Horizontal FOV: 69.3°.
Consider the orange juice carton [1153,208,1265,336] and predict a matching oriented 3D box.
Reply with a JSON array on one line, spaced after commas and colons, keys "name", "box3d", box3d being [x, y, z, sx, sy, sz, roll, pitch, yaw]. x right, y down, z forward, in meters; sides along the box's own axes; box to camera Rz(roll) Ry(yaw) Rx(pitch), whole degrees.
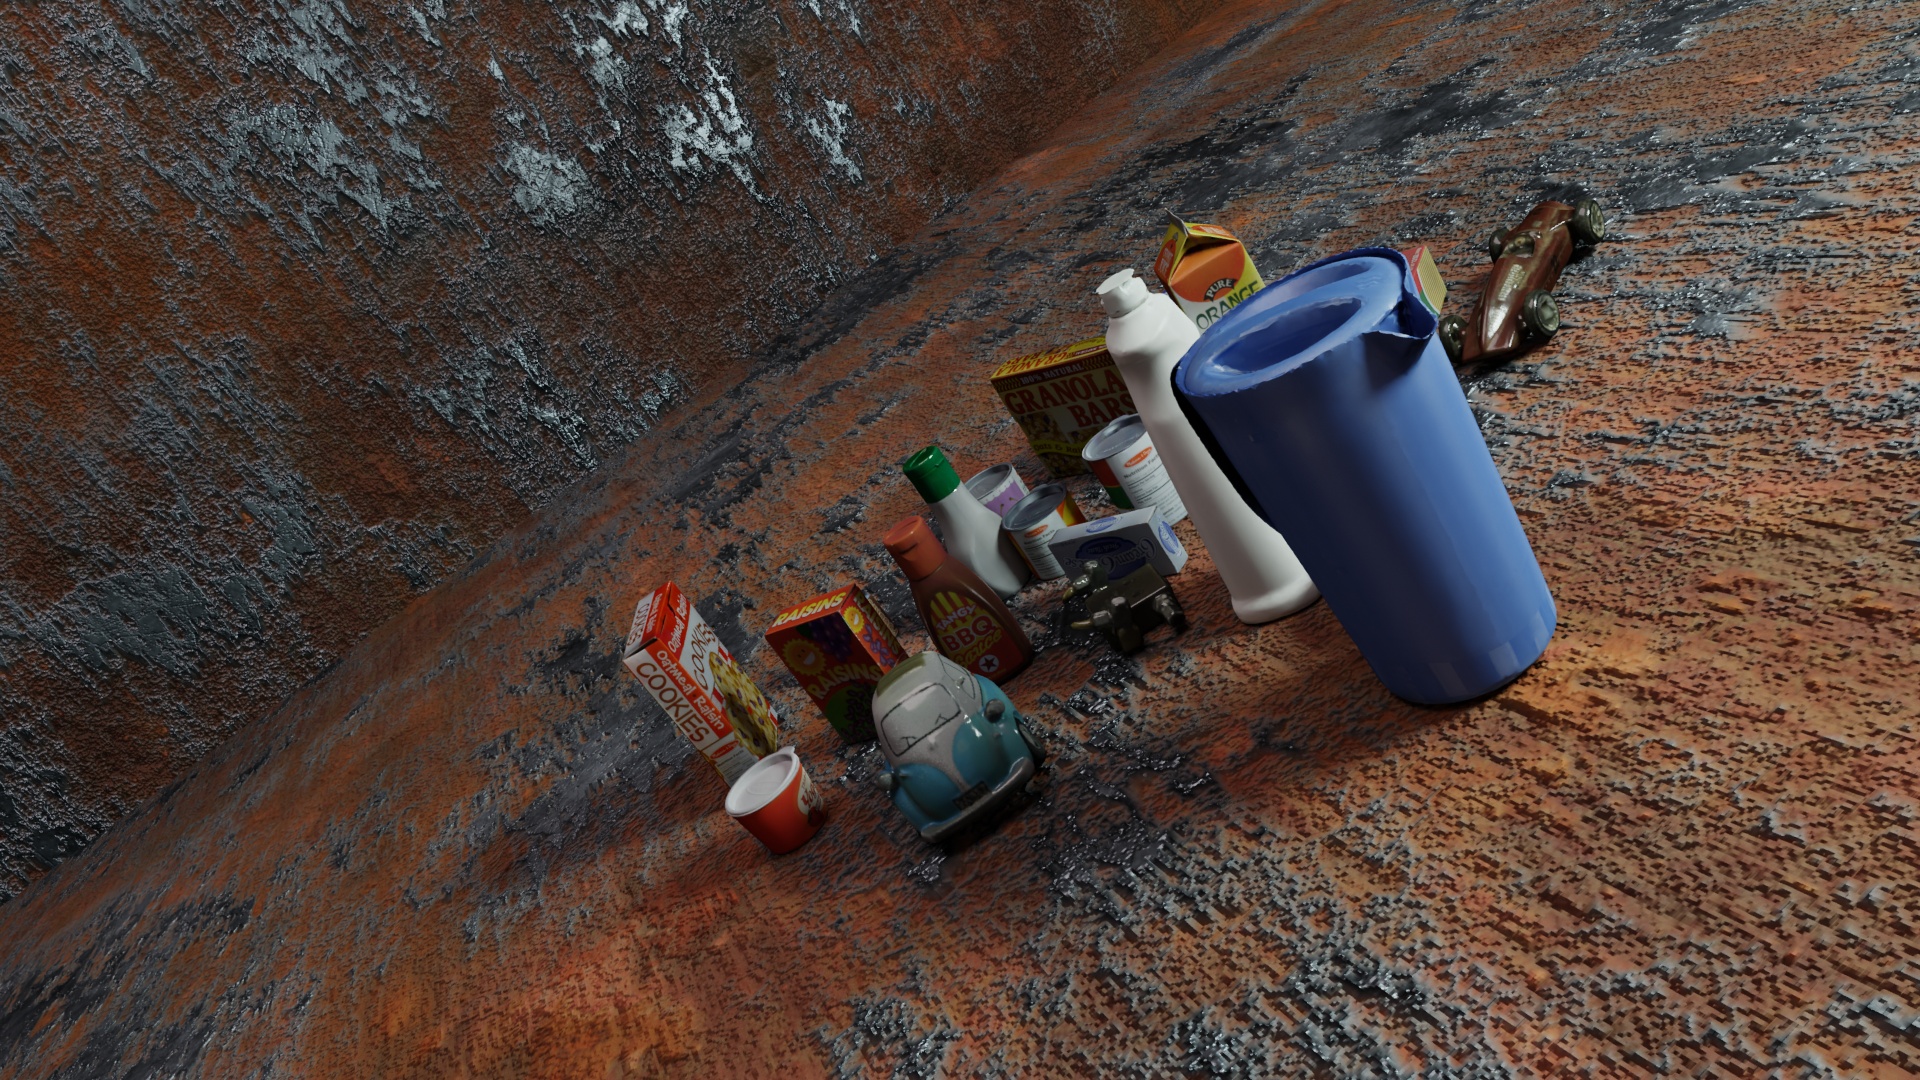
[{"name": "orange juice carton", "box3d": [0.233, -0.207, 1.226, 0.073, 0.192, 0.072, -31, 21, 10]}]

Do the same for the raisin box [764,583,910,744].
[{"name": "raisin box", "box3d": [-0.089, 0.102, 1.130, 0.086, 0.123, 0.040, -20, 25, 34]}]

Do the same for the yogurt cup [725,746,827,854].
[{"name": "yogurt cup", "box3d": [-0.140, 0.206, 1.078, 0.072, 0.054, 0.073, -30, 21, 13]}]

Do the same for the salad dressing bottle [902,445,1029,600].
[{"name": "salad dressing bottle", "box3d": [0.004, -0.015, 1.212, 0.044, 0.147, 0.064, -12, 30, 46]}]

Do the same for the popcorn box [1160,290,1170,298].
[{"name": "popcorn box", "box3d": [0.189, -0.182, 1.386, 0.127, 0.085, 0.038, -38, 21, -10]}]

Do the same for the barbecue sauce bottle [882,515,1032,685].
[{"name": "barbecue sauce bottle", "box3d": [-0.006, 0.048, 1.088, 0.065, 0.148, 0.044, -30, 21, 12]}]

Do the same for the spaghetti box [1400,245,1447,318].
[{"name": "spaghetti box", "box3d": [0.360, -0.164, 1.144, 0.028, 0.050, 0.251, -17, 27, 38]}]

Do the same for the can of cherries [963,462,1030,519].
[{"name": "can of cherries", "box3d": [0.034, -0.031, 1.327, 0.071, 0.058, 0.072, -30, 21, 13]}]

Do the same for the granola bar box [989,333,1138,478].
[{"name": "granola bar box", "box3d": [0.120, -0.125, 1.312, 0.165, 0.124, 0.039, -7, 34, 50]}]

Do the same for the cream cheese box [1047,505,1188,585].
[{"name": "cream cheese box", "box3d": [0.126, 0.008, 1.113, 0.103, 0.053, 0.024, -14, 28, 42]}]

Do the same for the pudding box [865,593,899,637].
[{"name": "pudding box", "box3d": [-0.106, 0.086, 1.293, 0.083, 0.049, 0.030, -21, 25, 32]}]

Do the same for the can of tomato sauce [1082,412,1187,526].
[{"name": "can of tomato sauce", "box3d": [0.152, -0.056, 1.172, 0.071, 0.083, 0.071, -30, 21, 13]}]

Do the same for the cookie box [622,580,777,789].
[{"name": "cookie box", "box3d": [-0.221, 0.128, 1.207, 0.040, 0.167, 0.123, -32, 21, 6]}]

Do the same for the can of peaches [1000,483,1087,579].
[{"name": "can of peaches", "box3d": [0.079, -0.009, 1.213, 0.071, 0.058, 0.071, -30, 21, 13]}]
